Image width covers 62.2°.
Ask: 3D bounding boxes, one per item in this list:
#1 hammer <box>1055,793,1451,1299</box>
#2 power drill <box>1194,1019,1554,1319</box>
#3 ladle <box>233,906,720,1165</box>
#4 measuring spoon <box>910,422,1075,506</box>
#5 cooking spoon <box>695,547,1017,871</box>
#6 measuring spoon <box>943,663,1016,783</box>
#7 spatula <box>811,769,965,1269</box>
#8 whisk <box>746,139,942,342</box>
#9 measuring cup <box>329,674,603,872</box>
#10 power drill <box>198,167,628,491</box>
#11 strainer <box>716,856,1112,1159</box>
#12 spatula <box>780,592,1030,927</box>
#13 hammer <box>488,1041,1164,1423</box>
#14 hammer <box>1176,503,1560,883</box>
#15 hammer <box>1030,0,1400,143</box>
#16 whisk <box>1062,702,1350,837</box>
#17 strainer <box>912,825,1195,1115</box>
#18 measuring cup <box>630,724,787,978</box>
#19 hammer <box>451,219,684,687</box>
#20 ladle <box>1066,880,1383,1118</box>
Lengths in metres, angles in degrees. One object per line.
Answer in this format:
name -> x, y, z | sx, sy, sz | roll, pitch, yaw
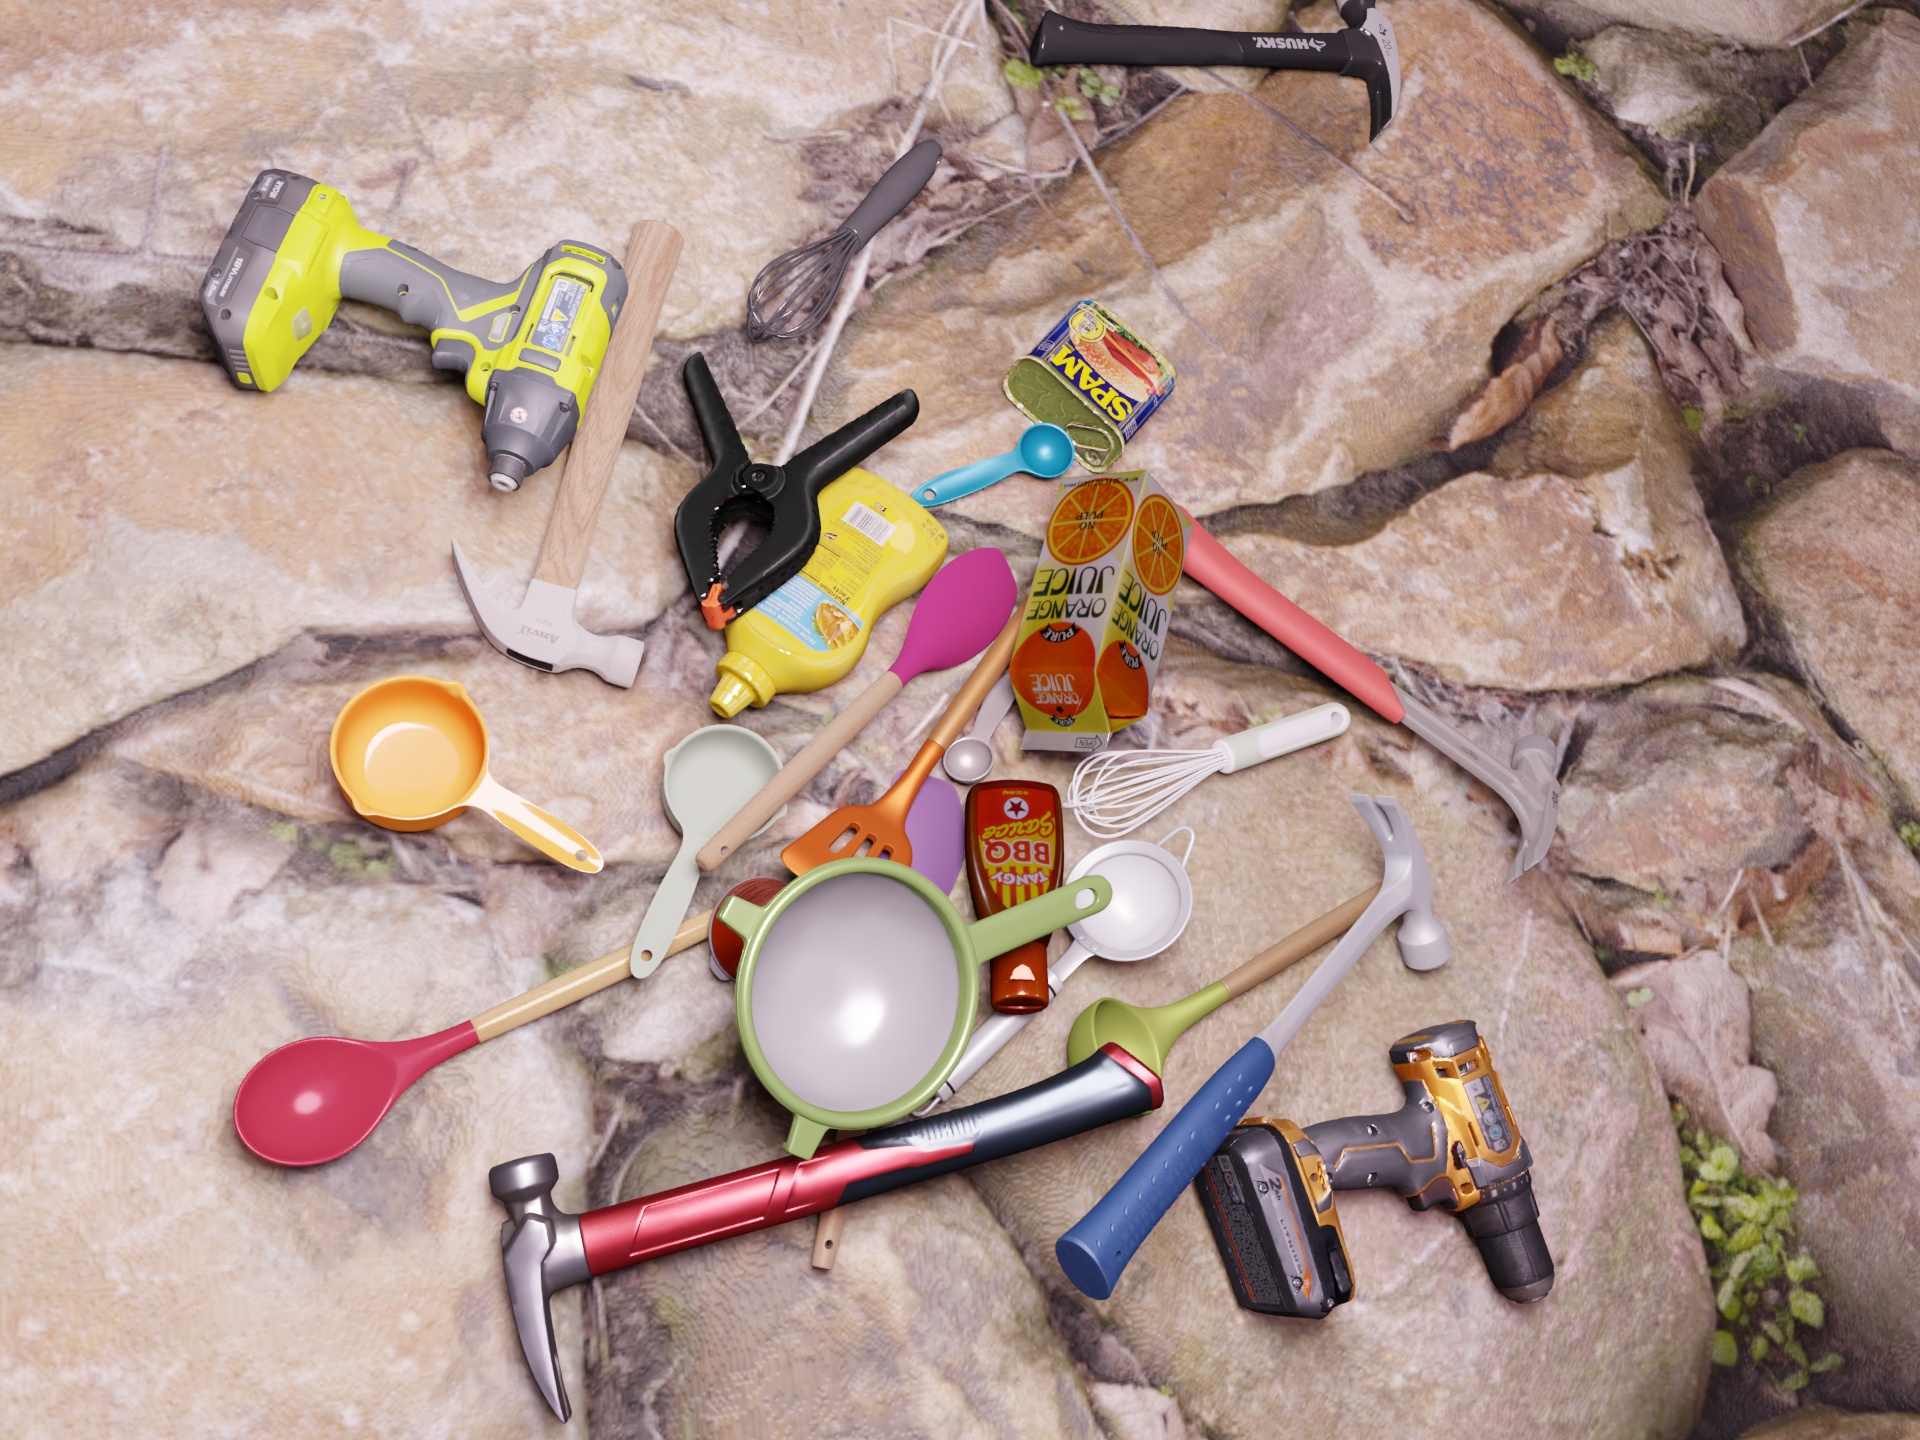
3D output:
hammer -> 0.190, 0.194, 0.981 | 0.405, 0.035, 0.144 | -37, 116, -38
power drill -> 0.279, 0.314, 1.033 | 0.226, 0.084, 0.185 | -15, 80, -26
ladle -> -0.259, 0.169, 0.928 | 0.315, 0.031, 0.069 | -23, 81, -25
measuring spoon -> 0.021, -0.176, 1.138 | 0.128, 0.021, 0.042 | -22, 82, -14
cooking spoon -> -0.058, -0.010, 1.023 | 0.319, 0.017, 0.068 | -45, 123, -32
measuring spoon -> 0.025, -0.005, 1.084 | 0.034, 0.018, 0.124 | 17, 59, 19
spatula -> -0.049, 0.181, 0.998 | 0.059, 0.018, 0.316 | 18, 68, -13
whisk -> -0.080, -0.349, 1.140 | 0.055, 0.055, 0.239 | 38, 61, -4
measuring cup -> -0.289, 0.045, 0.944 | 0.173, 0.052, 0.095 | 34, 66, -7
power drill -> -0.338, -0.241, 0.987 | 0.223, 0.080, 0.171 | 16, 66, -6
strainer -> -0.026, 0.140, 0.941 | 0.256, 0.069, 0.151 | -18, 95, -31
spatula -> -0.002, -0.003, 1.049 | 0.081, 0.041, 0.323 | 34, 64, 2
hammer -> -0.063, 0.276, 0.916 | 0.386, 0.038, 0.143 | -13, 79, -10
hammer -> 0.277, -0.033, 1.143 | 0.359, 0.036, 0.149 | 36, 41, -1
hammer -> 0.213, -0.547, 1.305 | 0.334, 0.035, 0.146 | -7, 75, -20
whisk -> 0.177, 0.027, 1.106 | 0.246, 0.059, 0.058 | -17, 91, -27
strainer -> 0.062, 0.164, 1.028 | 0.258, 0.050, 0.087 | -40, 58, -18
measuring cup -> -0.166, 0.083, 0.981 | 0.083, 0.038, 0.168 | 26, 69, -9
hammer -> -0.240, -0.189, 1.045 | 0.130, 0.031, 0.331 | 16, 69, -13
ladle -> 0.201, 0.168, 1.064 | 0.320, 0.062, 0.078 | -25, 85, -26
